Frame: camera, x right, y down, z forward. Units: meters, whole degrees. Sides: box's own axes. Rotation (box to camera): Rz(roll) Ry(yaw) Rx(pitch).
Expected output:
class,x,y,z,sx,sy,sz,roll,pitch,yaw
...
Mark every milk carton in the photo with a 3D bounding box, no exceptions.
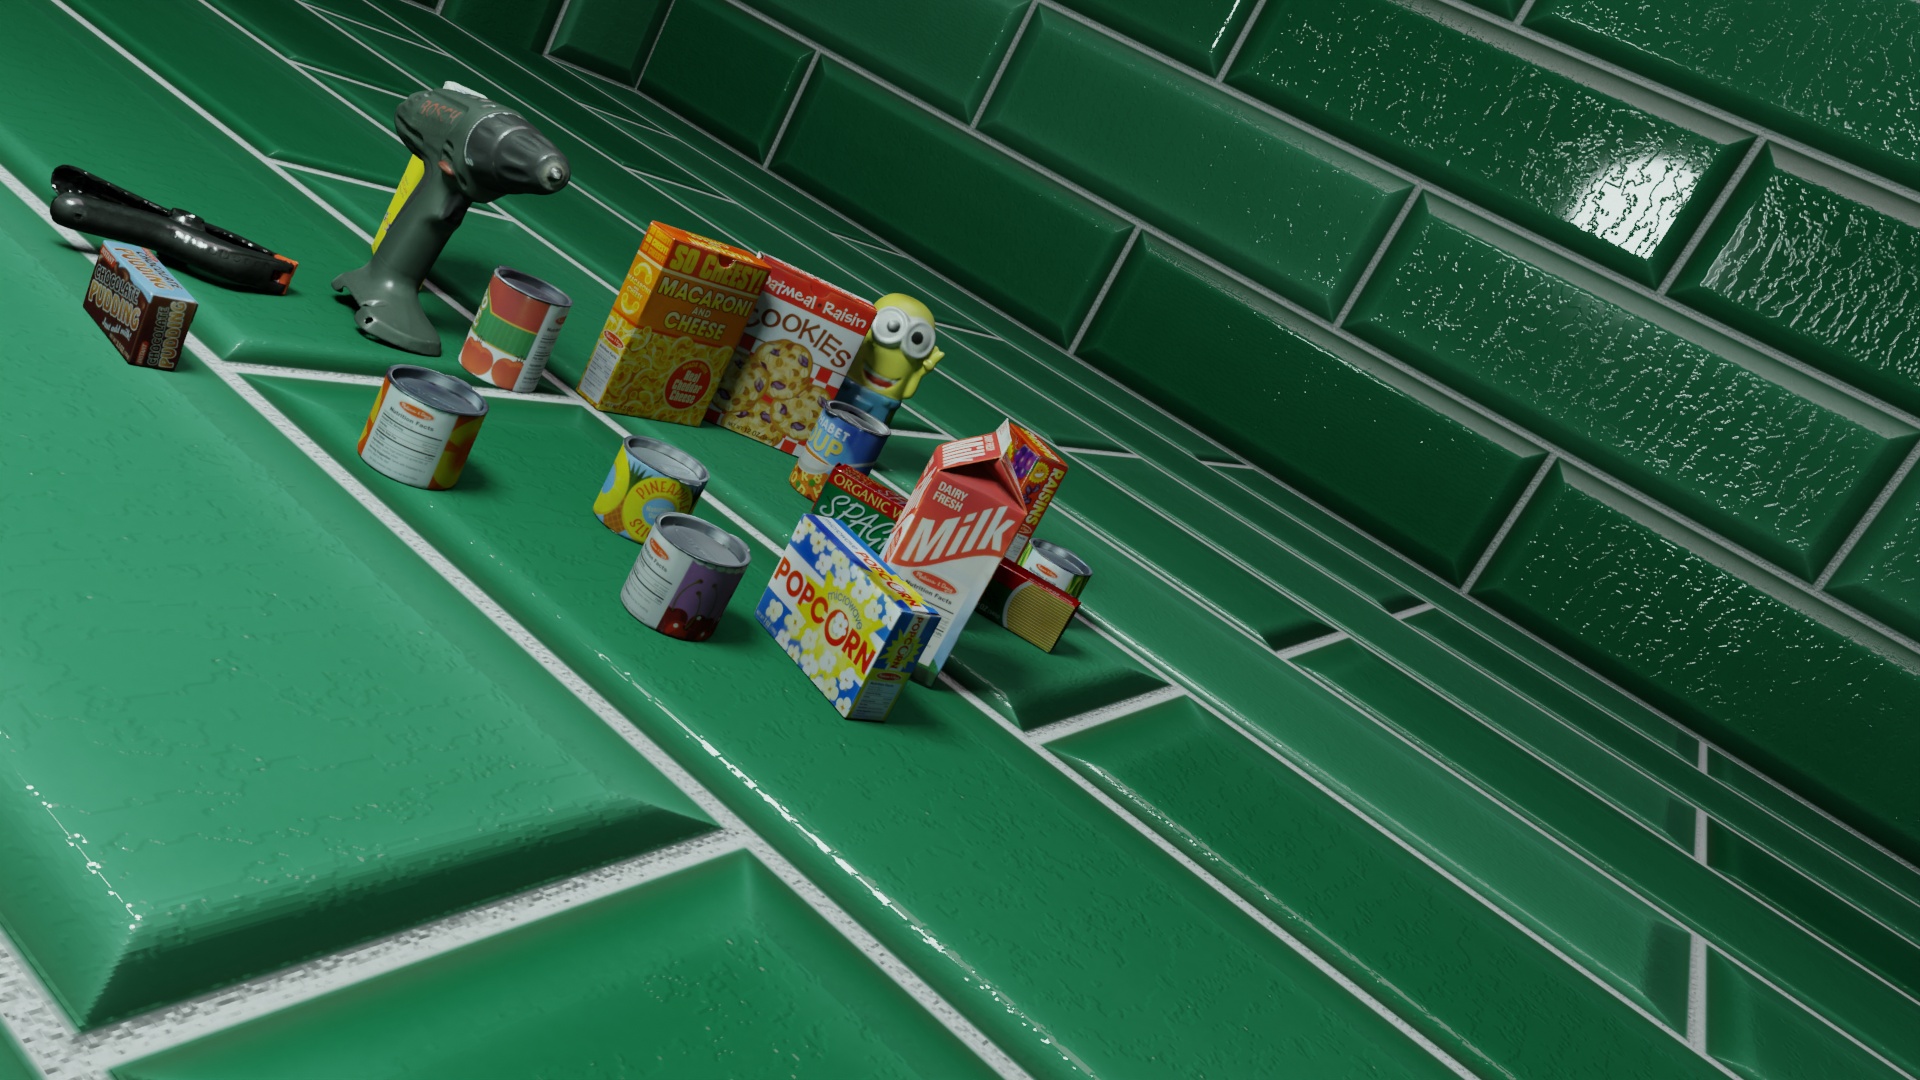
class,x,y,z,sx,sy,sz,roll,pitch,yaw
milk carton,-0.010,0.001,1.004,0.073,0.190,0.072,26,15,-9

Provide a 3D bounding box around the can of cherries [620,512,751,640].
class,x,y,z,sx,sy,sz,roll,pitch,yaw
can of cherries,-0.175,0.024,0.895,0.071,0.058,0.072,26,15,-8

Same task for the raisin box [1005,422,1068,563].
class,x,y,z,sx,sy,sz,roll,pitch,yaw
raisin box,0.048,-0.042,1.372,0.040,0.123,0.086,21,17,-28

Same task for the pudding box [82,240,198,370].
class,x,y,z,sx,sy,sz,roll,pitch,yaw
pudding box,-0.516,-0.149,0.873,0.084,0.049,0.030,38,17,31

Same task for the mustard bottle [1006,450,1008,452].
class,x,y,z,sx,sy,sz,roll,pitch,yaw
mustard bottle,0.004,-0.014,1.135,0.049,0.159,0.065,19,17,-32

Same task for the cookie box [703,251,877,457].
class,x,y,z,sx,sy,sz,roll,pitch,yaw
cookie box,-0.171,-0.177,1.339,0.123,0.167,0.040,22,16,-23

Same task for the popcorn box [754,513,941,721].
class,x,y,z,sx,sy,sz,roll,pitch,yaw
popcorn box,-0.078,0.050,0.929,0.038,0.085,0.127,12,22,-46

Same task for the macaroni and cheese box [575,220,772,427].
class,x,y,z,sx,sy,sz,roll,pitch,yaw
macaroni and cheese box,-0.253,-0.188,1.237,0.040,0.166,0.124,37,17,30

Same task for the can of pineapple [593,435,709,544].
class,x,y,z,sx,sy,sz,roll,pitch,yaw
can of pineapple,-0.222,-0.034,1.000,0.071,0.057,0.071,26,15,-8

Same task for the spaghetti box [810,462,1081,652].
class,x,y,z,sx,sy,sz,roll,pitch,yaw
spaghetti box,-0.015,0.014,1.220,0.250,0.050,0.029,30,15,7

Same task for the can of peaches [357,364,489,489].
class,x,y,z,sx,sy,sz,roll,pitch,yaw
can of peaches,-0.350,-0.074,0.906,0.071,0.058,0.071,26,15,-8

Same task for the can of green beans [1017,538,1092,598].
class,x,y,z,sx,sy,sz,roll,pitch,yaw
can of green beans,0.080,0.039,1.290,0.071,0.057,0.071,26,15,-8

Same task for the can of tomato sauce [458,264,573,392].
class,x,y,z,sx,sy,sz,roll,pitch,yaw
can of tomato sauce,-0.369,-0.174,1.147,0.071,0.083,0.071,26,15,-8

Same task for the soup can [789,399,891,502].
class,x,y,z,sx,sy,sz,roll,pitch,yaw
soup can,-0.114,-0.079,1.282,0.071,0.083,0.071,26,15,-8
